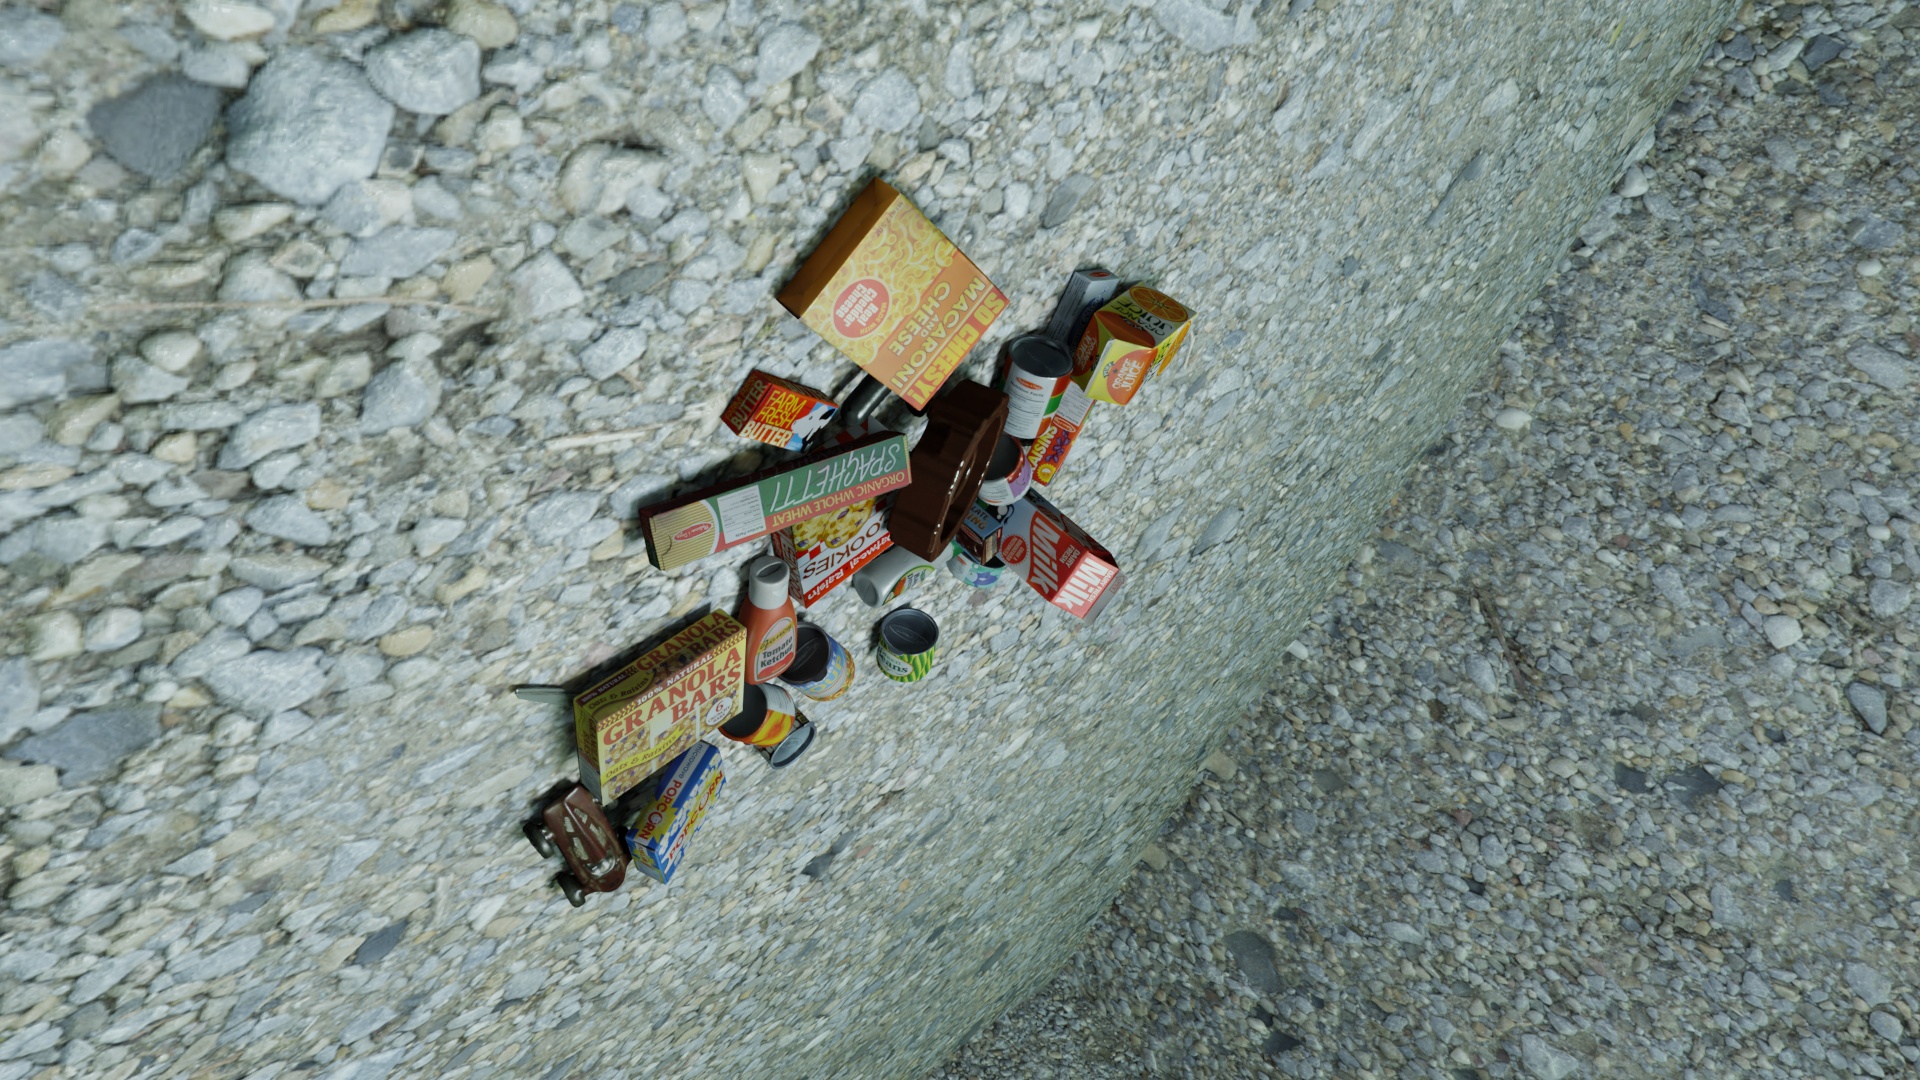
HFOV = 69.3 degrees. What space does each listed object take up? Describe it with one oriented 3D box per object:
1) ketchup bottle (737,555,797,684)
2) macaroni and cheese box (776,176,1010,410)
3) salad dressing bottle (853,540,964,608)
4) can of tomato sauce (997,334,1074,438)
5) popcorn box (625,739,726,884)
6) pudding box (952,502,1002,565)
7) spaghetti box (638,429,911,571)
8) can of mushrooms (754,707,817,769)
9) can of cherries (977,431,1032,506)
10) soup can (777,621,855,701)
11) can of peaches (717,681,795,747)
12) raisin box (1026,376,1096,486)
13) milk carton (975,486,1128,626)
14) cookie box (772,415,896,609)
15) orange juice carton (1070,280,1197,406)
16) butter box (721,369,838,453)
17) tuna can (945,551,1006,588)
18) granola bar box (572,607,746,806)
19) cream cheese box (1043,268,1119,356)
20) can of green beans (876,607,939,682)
[{"bbox_3d":[-0.186,0.075,1.332,0.065,0.043,0.148,-32,151,-32],"label":"ketchup bottle"},{"bbox_3d":[-0.050,-0.194,1.115,0.123,0.040,0.166,-50,141,5],"label":"macaroni and cheese box"},{"bbox_3d":[-0.046,0.020,1.485,0.148,0.044,0.064,-31,161,-34],"label":"salad dressing bottle"},{"bbox_3d":[0.072,-0.155,1.394,0.071,0.071,0.082,-29,150,-37],"label":"can of tomato sauce"},{"bbox_3d":[-0.287,0.274,1.415,0.084,0.038,0.127,96,19,-54],"label":"popcorn box"},{"bbox_3d":[0.005,-0.018,1.464,0.030,0.084,0.049,-36,153,-26],"label":"pudding box"},{"bbox_3d":[-0.151,-0.038,1.177,0.251,0.029,0.050,-21,116,-32],"label":"spaghetti box"},{"bbox_3d":[-0.194,0.218,1.547,0.071,0.033,0.070,-37,153,-22],"label":"can of mushrooms"},{"bbox_3d":[0.038,-0.080,1.454,0.071,0.071,0.058,-45,155,-7],"label":"can of cherries"},{"bbox_3d":[-0.151,0.129,1.438,0.071,0.071,0.083,-46,156,-4],"label":"soup can"},{"bbox_3d":[-0.211,0.176,1.413,0.071,0.071,0.058,-49,156,2],"label":"can of peaches"},{"bbox_3d":[0.114,-0.128,1.501,0.122,0.040,0.086,-61,179,27],"label":"raisin box"},{"bbox_3d":[0.094,0.008,1.522,0.072,0.191,0.073,-55,155,15],"label":"milk carton"},{"bbox_3d":[-0.118,-0.025,1.303,0.123,0.040,0.166,-37,153,-24],"label":"cookie box"},{"bbox_3d":[0.171,-0.200,1.427,0.193,0.073,0.071,-41,160,-55],"label":"orange juice carton"},{"bbox_3d":[-0.148,-0.105,1.148,0.053,0.024,0.103,-53,156,12],"label":"butter box"},{"bbox_3d":[0.020,0.021,1.568,0.071,0.071,0.032,-18,143,-49],"label":"tuna can"},{"bbox_3d":[-0.272,0.150,1.266,0.166,0.039,0.123,-34,149,-37],"label":"granola bar box"},{"bbox_3d":[0.118,-0.227,1.414,0.053,0.024,0.103,-16,140,-49],"label":"cream cheese box"},{"bbox_3d":[-0.061,0.120,1.582,0.071,0.071,0.057,-32,152,-32],"label":"can of green beans"}]
